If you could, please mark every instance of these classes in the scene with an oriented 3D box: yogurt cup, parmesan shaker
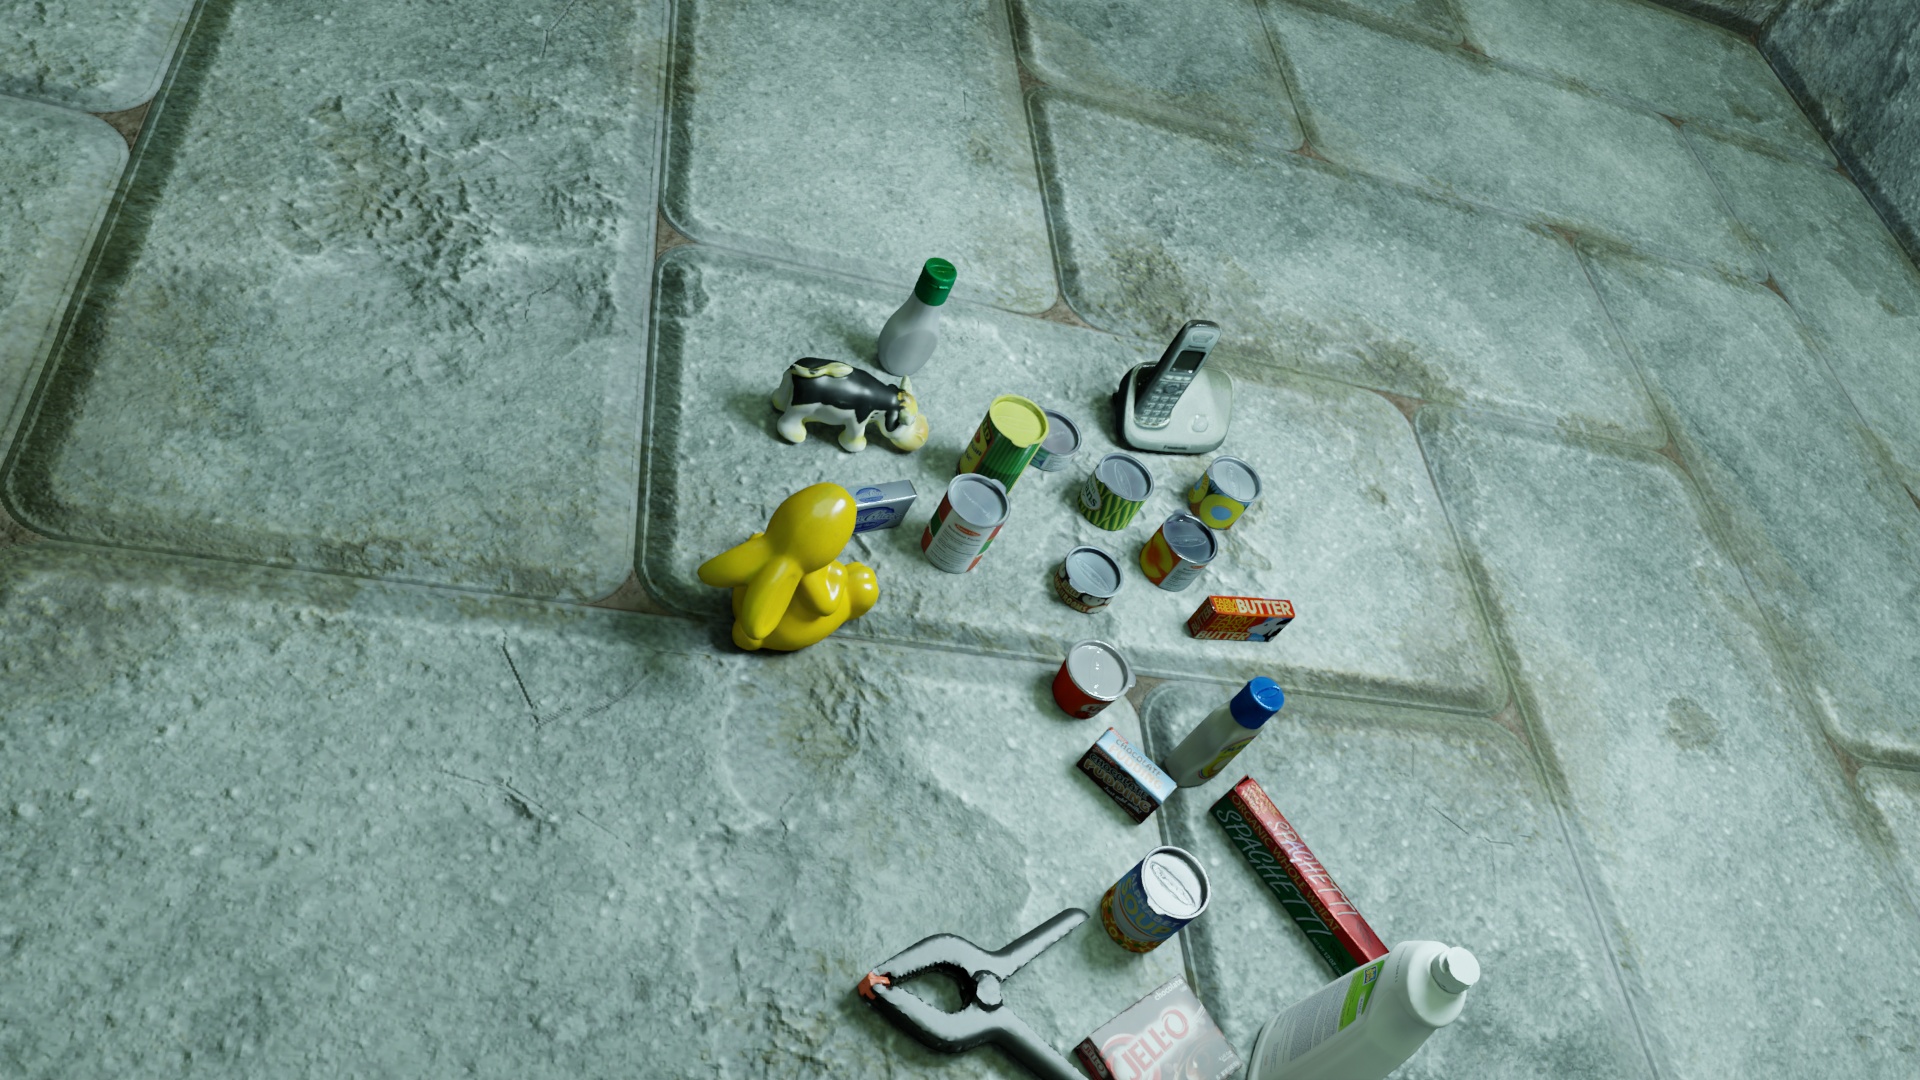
[{"bbox_3d":[0.124,0.137,1.347,0.072,0.053,0.073,13,50,-16],"label":"yogurt cup"},{"bbox_3d":[0.042,-0.093,1.457,0.071,0.102,0.072,13,50,-16],"label":"parmesan shaker"}]

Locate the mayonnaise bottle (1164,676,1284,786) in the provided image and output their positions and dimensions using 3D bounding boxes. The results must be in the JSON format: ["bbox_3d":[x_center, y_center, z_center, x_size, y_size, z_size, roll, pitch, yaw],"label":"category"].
[{"bbox_3d":[0.252,0.181,1.310,0.065,0.147,0.041,-11,60,-32],"label":"mayonnaise bottle"}]

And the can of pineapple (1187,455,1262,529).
[{"bbox_3d":[0.299,-0.055,1.581,0.071,0.057,0.071,13,50,-16],"label":"can of pineapple"}]

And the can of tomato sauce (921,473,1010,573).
[{"bbox_3d":[0.005,-0.017,1.392,0.071,0.082,0.071,13,50,-16],"label":"can of tomato sauce"}]

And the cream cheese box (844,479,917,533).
[{"bbox_3d":[-0.099,-0.030,1.372,0.104,0.053,0.024,-10,59,-32],"label":"cream cheese box"}]

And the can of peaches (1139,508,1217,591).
[{"bbox_3d":[0.234,0.011,1.497,0.071,0.057,0.071,13,50,-16],"label":"can of peaches"}]

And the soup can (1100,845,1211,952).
[{"bbox_3d":[0.167,0.314,1.207,0.071,0.083,0.072,13,50,-16],"label":"soup can"}]

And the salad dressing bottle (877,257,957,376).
[{"bbox_3d":[-0.045,-0.241,1.501,0.064,0.146,0.044,-2,55,-27],"label":"salad dressing bottle"}]

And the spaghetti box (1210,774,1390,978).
[{"bbox_3d":[0.328,0.333,1.293,0.029,0.050,0.250,-23,66,-37],"label":"spaghetti box"}]

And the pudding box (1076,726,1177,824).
[{"bbox_3d":[0.155,0.219,1.300,0.084,0.049,0.030,42,48,10],"label":"pudding box"}]

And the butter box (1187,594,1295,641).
[{"bbox_3d":[0.298,0.083,1.475,0.104,0.052,0.024,4,53,-23],"label":"butter box"}]

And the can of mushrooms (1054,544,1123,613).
[{"bbox_3d":[0.131,0.041,1.440,0.071,0.033,0.071,13,50,-16],"label":"can of mushrooms"}]

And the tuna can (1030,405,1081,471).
[{"bbox_3d":[0.097,-0.113,1.547,0.071,0.032,0.071,13,50,-16],"label":"tuna can"}]

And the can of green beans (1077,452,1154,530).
[{"bbox_3d":[0.169,-0.053,1.517,0.071,0.057,0.071,13,50,-16],"label":"can of green beans"}]
